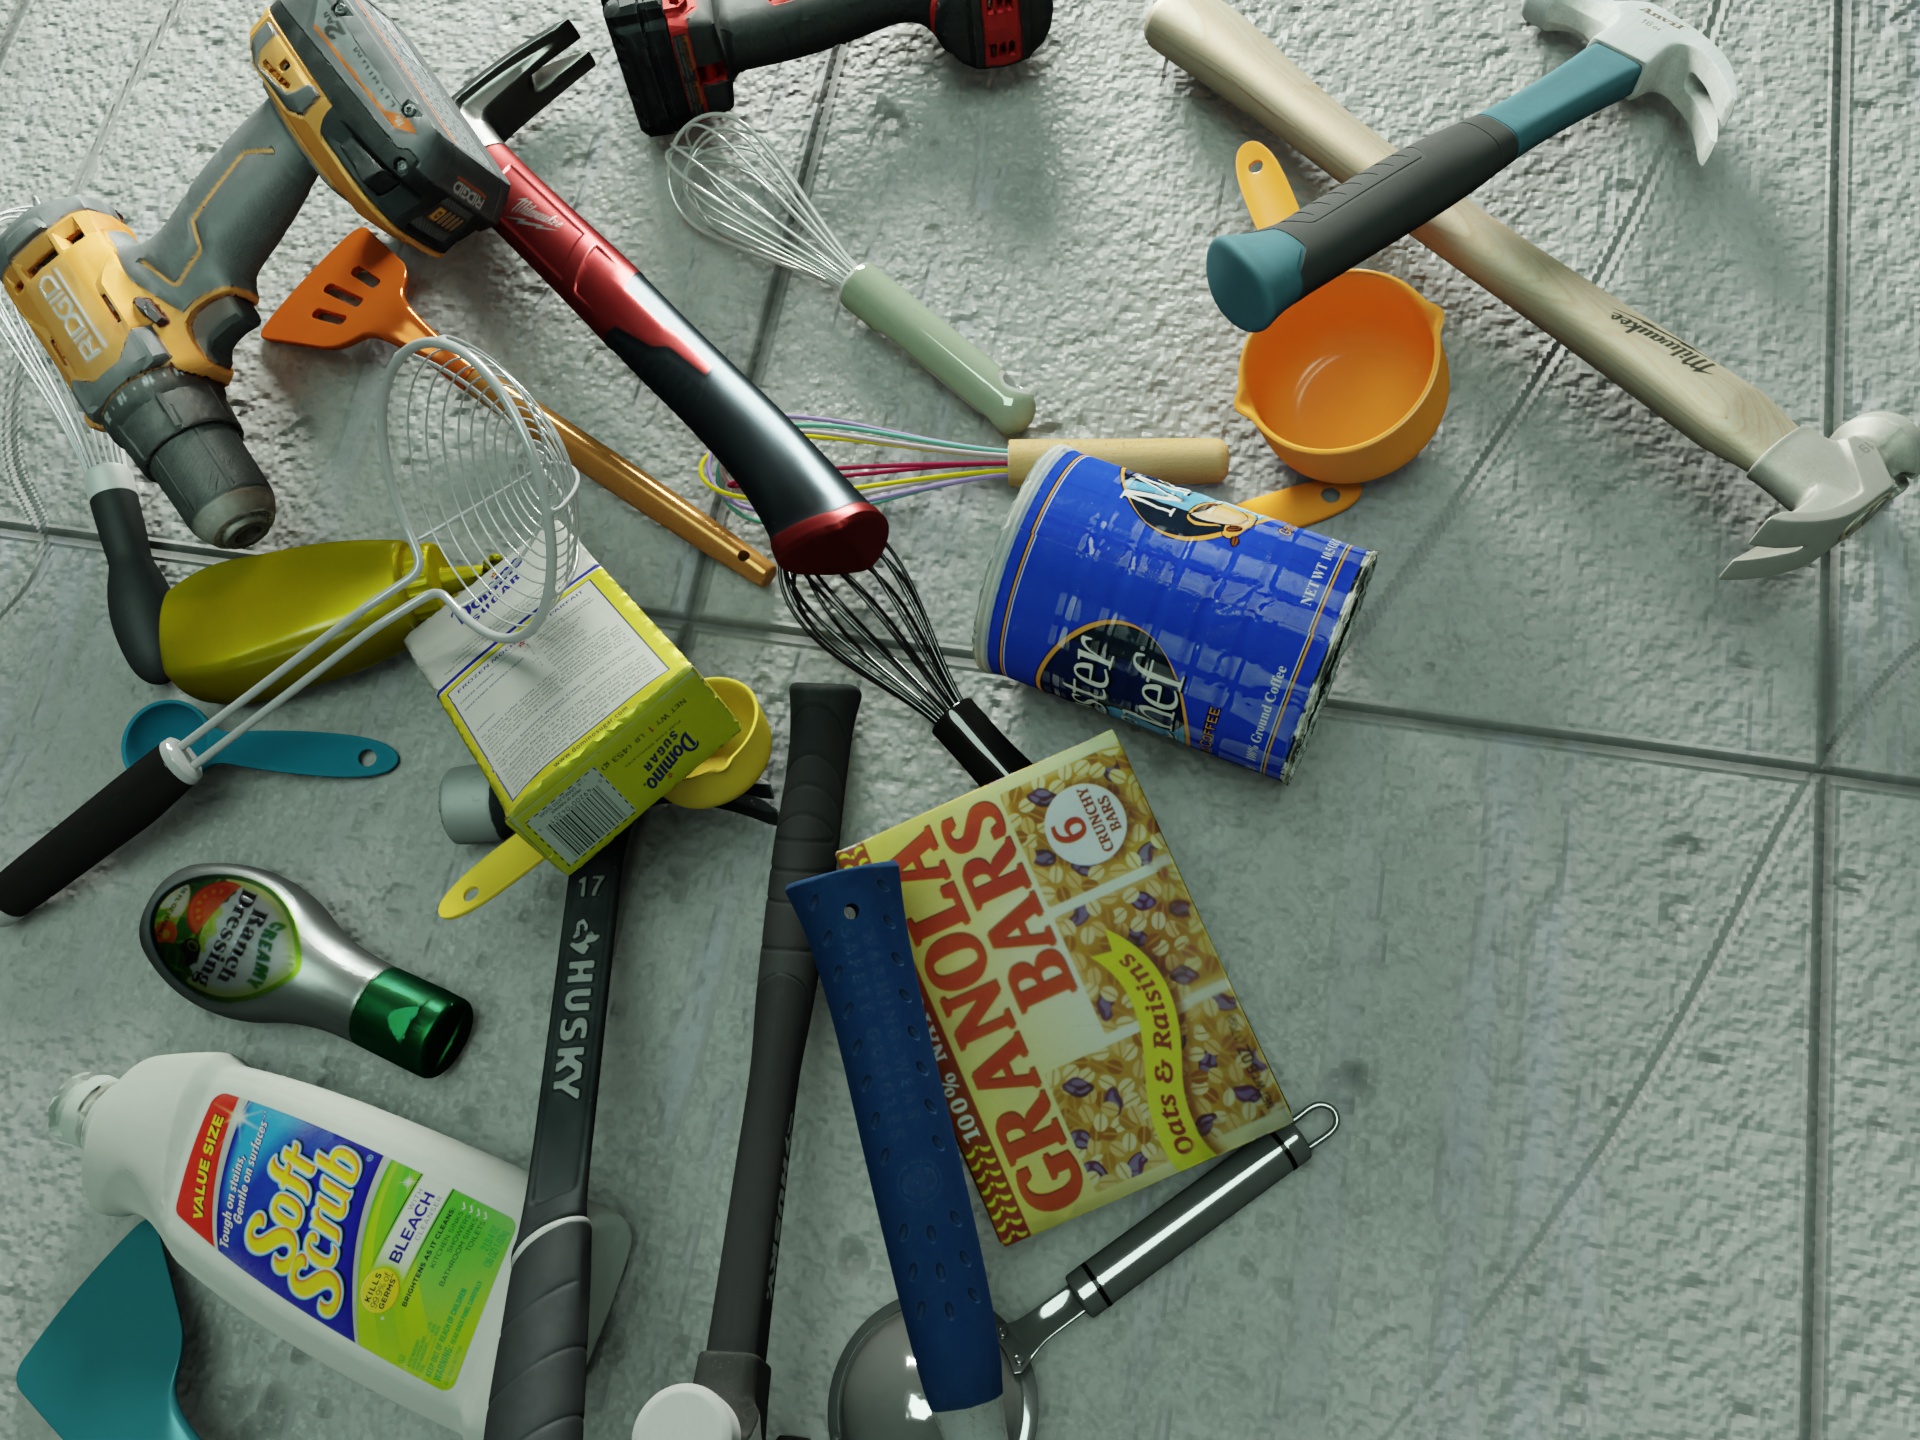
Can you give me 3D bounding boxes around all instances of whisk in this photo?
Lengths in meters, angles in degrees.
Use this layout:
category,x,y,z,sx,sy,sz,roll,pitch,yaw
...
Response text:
category,x,y,z,sx,sy,sz,roll,pitch,yaw
whisk,0.001,-0.115,0.735,0.245,0.047,0.051,0,105,3
whisk,-0.433,-0.145,0.798,0.070,0.070,0.285,-23,75,-1
whisk,0.000,-0.003,0.696,0.055,0.055,0.239,-39,75,-7
whisk,-0.057,-0.218,0.781,0.246,0.058,0.059,42,115,15

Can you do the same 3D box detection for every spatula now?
category,x,y,z,sx,sy,sz,roll,pitch,yaw
spatula,-0.219,-0.153,0.789,0.323,0.041,0.081,34,78,13
spatula,-0.252,0.326,0.624,0.317,0.044,0.082,35,78,13

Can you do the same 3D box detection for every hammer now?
category,x,y,z,sx,sy,sz,roll,pitch,yaw
hammer,-0.071,0.129,0.631,0.035,0.146,0.335,2,60,5
hammer,-0.145,-0.202,0.746,0.143,0.038,0.387,-42,60,-4
hammer,0.222,-0.249,0.693,0.331,0.033,0.128,-35,62,-28
hammer,0.011,0.249,0.561,0.144,0.035,0.405,-14,82,-3
hammer,0.227,-0.214,0.717,0.146,0.038,0.411,-26,61,-37
hammer,-0.144,0.175,0.591,0.149,0.036,0.409,-6,51,2

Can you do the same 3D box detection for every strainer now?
category,x,y,z,sx,sy,sz,roll,pitch,yaw
strainer,0.041,0.223,0.613,0.258,0.050,0.087,-33,55,-8

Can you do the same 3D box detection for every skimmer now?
category,x,y,z,sx,sy,sz,roll,pitch,yaw
skimmer,-0.307,-0.019,0.675,0.363,0.090,0.127,-35,81,9

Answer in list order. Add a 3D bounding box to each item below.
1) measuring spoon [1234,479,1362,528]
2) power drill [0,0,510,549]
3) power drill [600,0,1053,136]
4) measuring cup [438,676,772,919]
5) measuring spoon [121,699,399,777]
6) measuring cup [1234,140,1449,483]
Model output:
category,x,y,z,sx,sy,sz,roll,pitch,yaw
measuring spoon,0.127,-0.091,0.725,0.117,0.011,0.021,-16,69,2
power drill,-0.322,-0.207,0.742,0.226,0.084,0.185,-36,82,9
power drill,-0.071,-0.387,0.820,0.219,0.078,0.143,-11,61,-1
measuring cup,-0.147,0.040,0.668,0.156,0.029,0.062,-36,47,-8
measuring spoon,-0.326,0.016,0.749,0.128,0.021,0.042,4,78,-1
measuring cup,0.163,-0.187,0.727,0.095,0.052,0.174,-23,65,18
